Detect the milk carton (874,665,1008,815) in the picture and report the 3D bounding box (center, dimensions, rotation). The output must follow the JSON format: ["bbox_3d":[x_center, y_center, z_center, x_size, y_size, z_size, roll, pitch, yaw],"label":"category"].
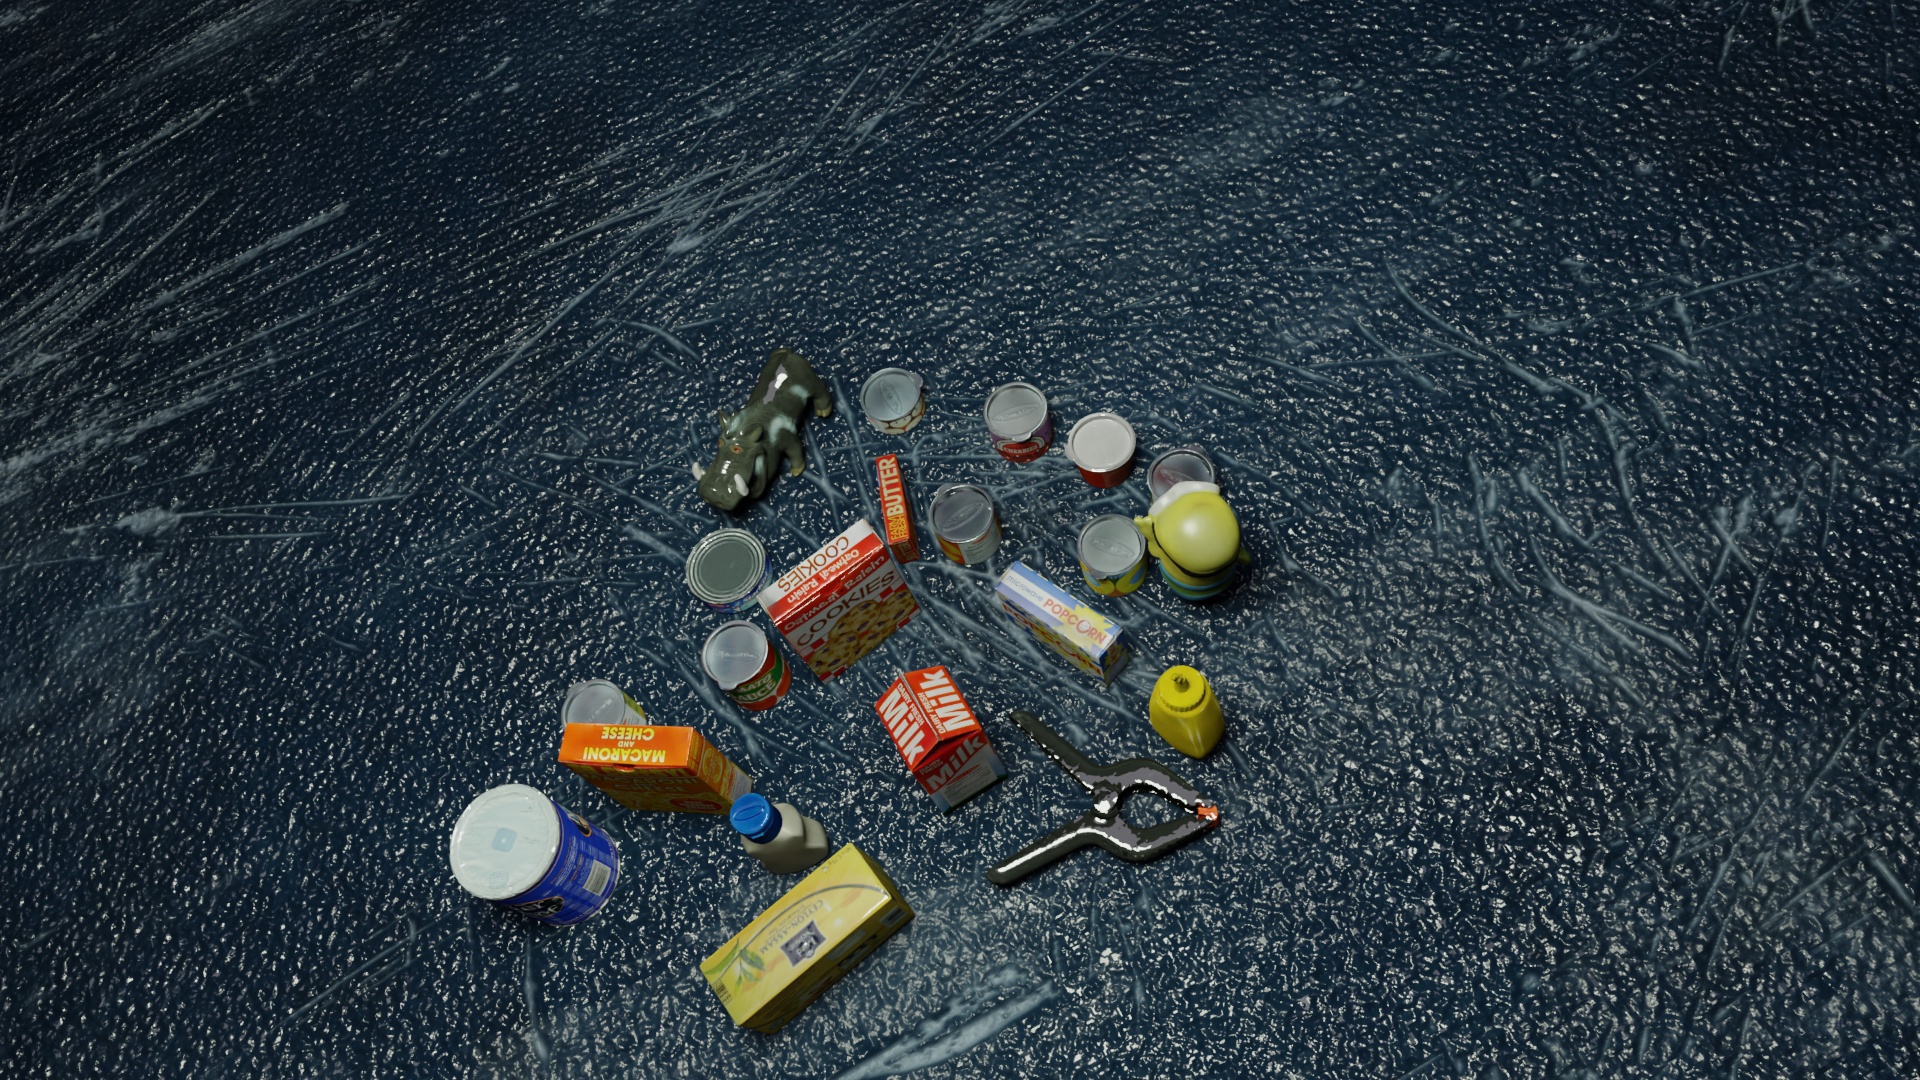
[{"bbox_3d":[-0.019,0.175,1.242,0.073,0.190,0.072,-31,63,-4],"label":"milk carton"}]

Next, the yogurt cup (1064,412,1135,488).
[{"bbox_3d":[0.146,-0.089,1.414,0.072,0.053,0.072,-5,64,9],"label":"yogurt cup"}]

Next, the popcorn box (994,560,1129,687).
[{"bbox_3d":[0.097,0.079,1.324,0.127,0.085,0.038,34,75,24],"label":"popcorn box"}]

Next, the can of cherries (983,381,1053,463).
[{"bbox_3d":[0.061,-0.120,1.444,0.071,0.058,0.072,-5,64,9],"label":"can of cherries"}]

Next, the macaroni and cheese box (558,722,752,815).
[{"bbox_3d":[-0.278,0.215,1.288,0.124,0.166,0.040,0,65,12],"label":"macaroni and cheese box"}]

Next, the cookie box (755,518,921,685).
[{"bbox_3d":[-0.112,0.062,1.329,0.123,0.167,0.040,-37,63,-7],"label":"cookie box"}]

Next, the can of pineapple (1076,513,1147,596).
[{"bbox_3d":[0.148,0.016,1.360,0.071,0.057,0.071,-5,64,9],"label":"can of pineapple"}]

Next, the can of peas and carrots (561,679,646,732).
[{"bbox_3d":[-0.356,0.177,1.383,0.071,0.058,0.071,-5,64,9],"label":"can of peas and carrots"}]

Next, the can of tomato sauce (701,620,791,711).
[{"bbox_3d":[-0.209,0.126,1.365,0.071,0.082,0.071,-5,64,9],"label":"can of tomato sauce"}]

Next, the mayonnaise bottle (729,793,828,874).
[{"bbox_3d":[-0.167,0.264,1.252,0.065,0.147,0.041,-20,62,2],"label":"mayonnaise bottle"}]

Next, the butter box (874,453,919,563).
[{"bbox_3d":[-0.065,-0.032,1.430,0.024,0.053,0.104,-13,63,5],"label":"butter box"}]

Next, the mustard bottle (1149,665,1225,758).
[{"bbox_3d":[0.199,0.146,1.229,0.065,0.159,0.049,33,75,23],"label":"mustard bottle"}]

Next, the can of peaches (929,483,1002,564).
[{"bbox_3d":[0.005,-0.018,1.406,0.071,0.058,0.071,-5,64,9],"label":"can of peaches"}]

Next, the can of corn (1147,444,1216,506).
[{"bbox_3d":[0.222,-0.052,1.378,0.071,0.058,0.071,-5,64,9],"label":"can of corn"}]

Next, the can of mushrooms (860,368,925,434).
[{"bbox_3d":[-0.070,-0.151,1.500,0.071,0.033,0.071,-5,64,9],"label":"can of mushrooms"}]
